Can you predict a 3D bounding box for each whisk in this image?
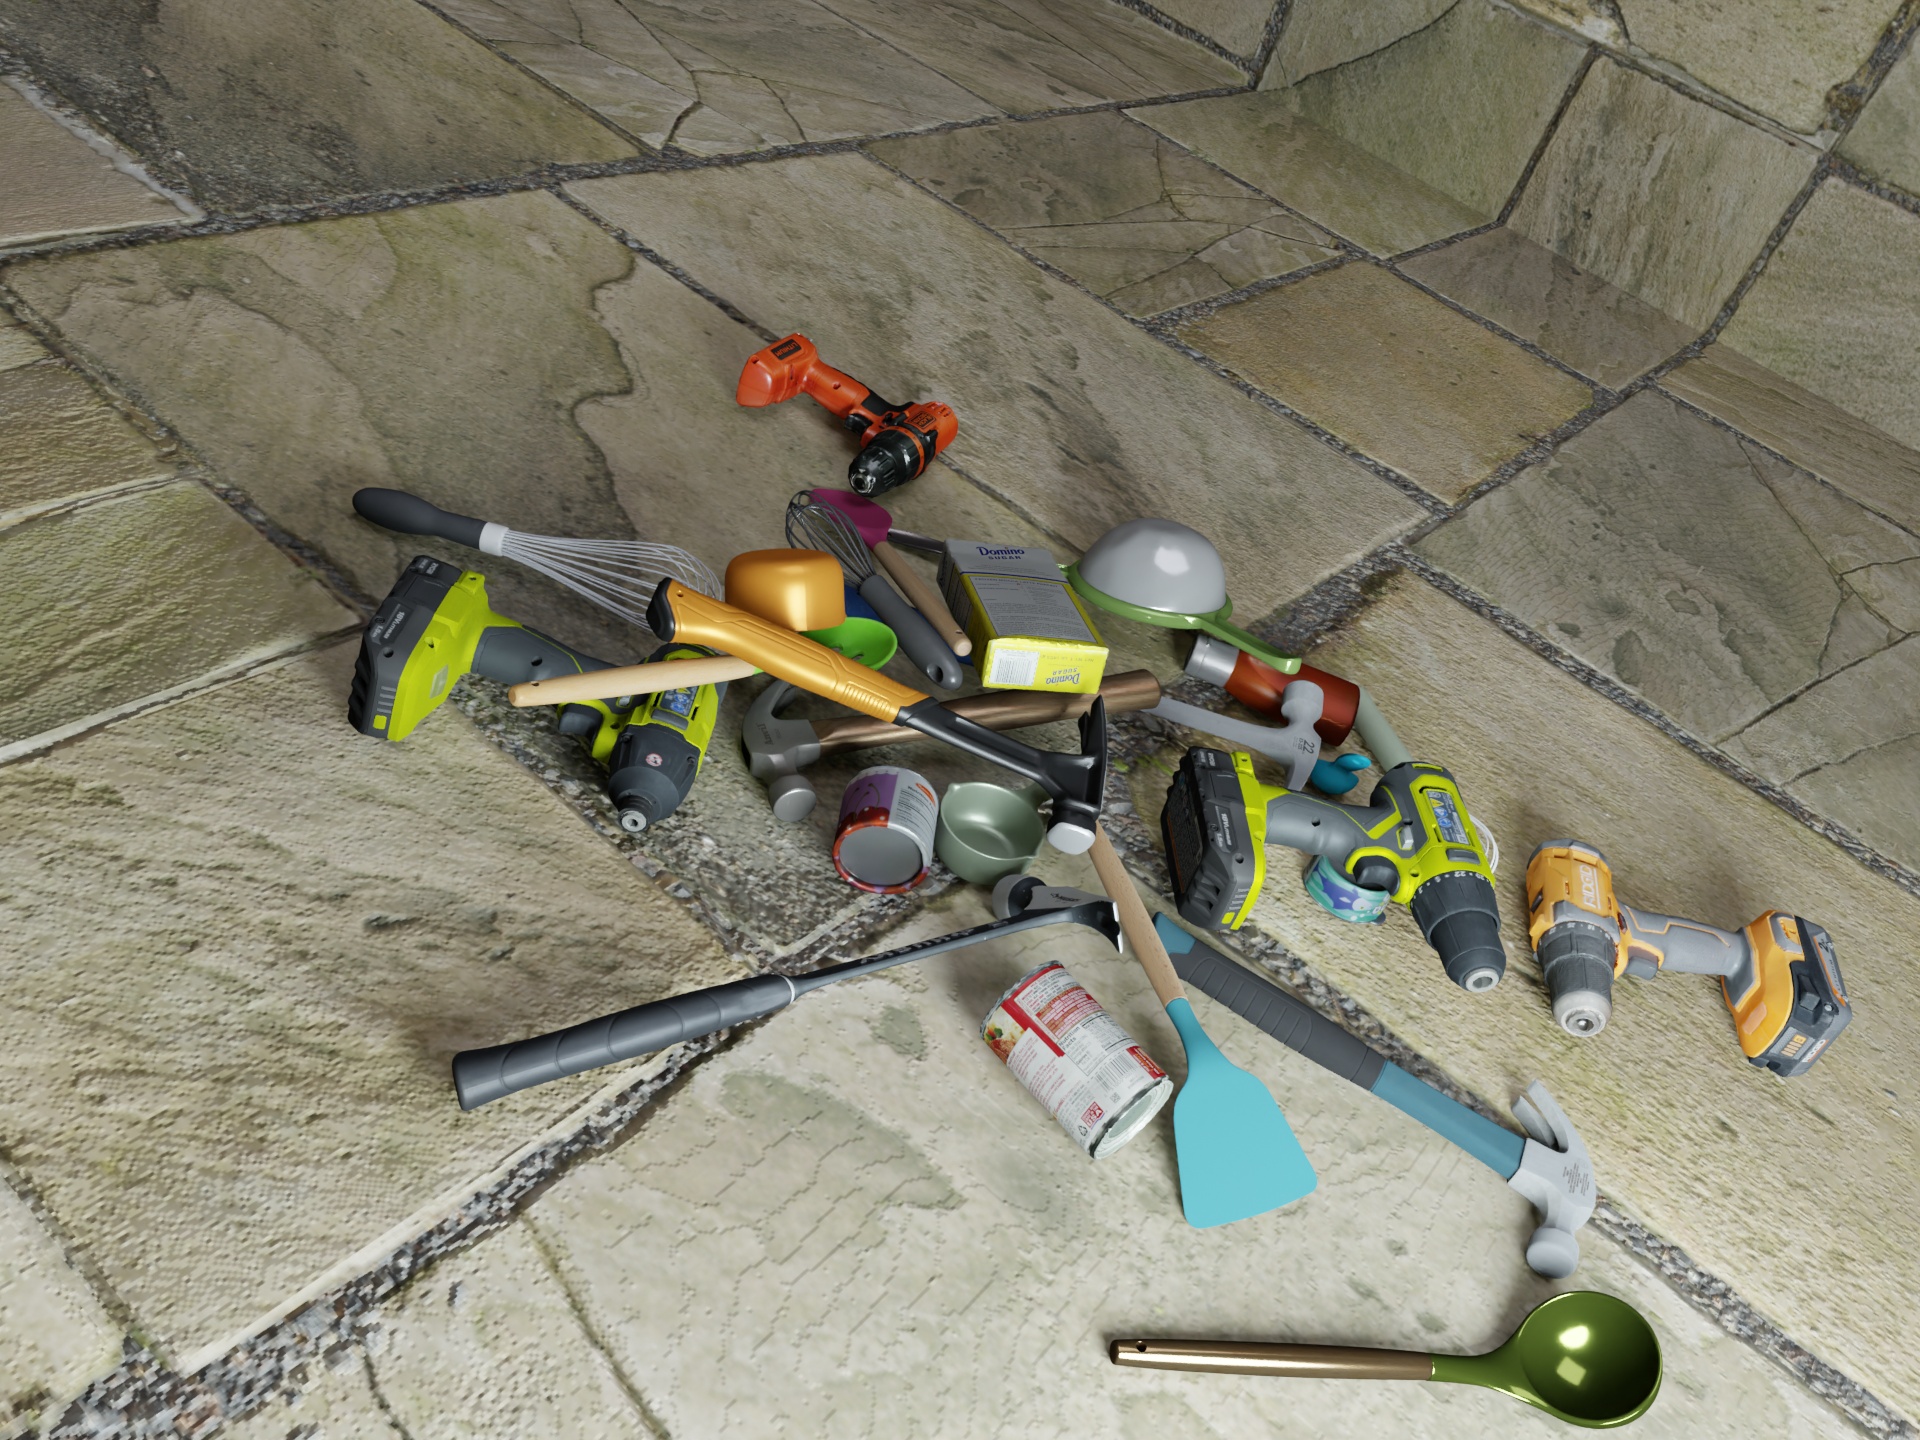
[{"bbox_3d":[0.376,0.051,1.326,0.059,0.058,0.247,40,19,-38],"label":"whisk"},{"bbox_3d":[-0.317,-0.127,1.190,0.284,0.070,0.070,17,37,0],"label":"whisk"},{"bbox_3d":[-0.069,-0.099,1.221,0.055,0.055,0.239,-12,47,-37],"label":"whisk"}]

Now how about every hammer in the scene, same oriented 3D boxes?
[{"bbox_3d":[0.093,-0.029,1.272,0.405,0.035,0.144,18,49,-2],"label":"hammer"},{"bbox_3d":[-0.051,-0.022,1.087,0.336,0.034,0.127,23,47,-14],"label":"hammer"},{"bbox_3d":[-0.002,-0.004,1.175,0.331,0.031,0.130,-9,43,-24],"label":"hammer"},{"bbox_3d":[-0.089,0.154,0.923,0.409,0.036,0.149,-12,5,-29],"label":"hammer"},{"bbox_3d":[0.264,0.228,1.053,0.331,0.033,0.128,31,38,12],"label":"hammer"}]

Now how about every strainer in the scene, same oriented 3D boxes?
[{"bbox_3d":[0.204,-0.118,1.370,0.151,0.069,0.257,-7,29,-35],"label":"strainer"}]

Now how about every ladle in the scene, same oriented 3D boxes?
[{"bbox_3d":[0.237,0.348,0.875,0.320,0.062,0.078,8,36,-14],"label":"ladle"}]

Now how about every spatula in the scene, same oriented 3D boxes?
[{"bbox_3d":[0.129,0.172,1.031,0.082,0.044,0.318,-16,44,-6],"label":"spatula"}]

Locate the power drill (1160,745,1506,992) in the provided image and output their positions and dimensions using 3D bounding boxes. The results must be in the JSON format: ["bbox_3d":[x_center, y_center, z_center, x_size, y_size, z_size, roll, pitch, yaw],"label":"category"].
[{"bbox_3d":[0.269,0.102,1.128,0.228,0.080,0.191,8,41,-10],"label":"power drill"}]

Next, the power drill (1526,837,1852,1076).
[{"bbox_3d":[0.542,0.191,1.203,0.226,0.084,0.185,19,37,4],"label":"power drill"}]

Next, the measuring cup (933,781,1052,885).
[{"bbox_3d":[0.044,0.068,1.140,0.083,0.038,0.167,39,38,21],"label":"measuring cup"}]

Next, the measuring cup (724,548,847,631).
[{"bbox_3d":[-0.146,-0.106,1.188,0.095,0.052,0.174,-7,17,-25],"label":"measuring cup"}]

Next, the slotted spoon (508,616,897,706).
[{"bbox_3d":[-0.165,-0.036,1.075,0.313,0.031,0.070,-11,37,-46],"label":"slotted spoon"}]

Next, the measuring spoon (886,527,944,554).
[{"bbox_3d":[-0.021,-0.146,1.395,0.124,0.018,0.034,17,37,4],"label":"measuring spoon"}]

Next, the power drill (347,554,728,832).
[{"bbox_3d":[-0.275,-0.015,1.051,0.223,0.080,0.171,19,36,-9],"label":"power drill"}]

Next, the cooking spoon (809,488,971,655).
[{"bbox_3d":[-0.056,-0.129,1.298,0.068,0.017,0.319,3,27,-26],"label":"cooking spoon"}]

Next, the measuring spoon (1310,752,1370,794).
[{"bbox_3d":[0.301,0.043,1.255,0.042,0.021,0.128,25,-6,5],"label":"measuring spoon"}]
